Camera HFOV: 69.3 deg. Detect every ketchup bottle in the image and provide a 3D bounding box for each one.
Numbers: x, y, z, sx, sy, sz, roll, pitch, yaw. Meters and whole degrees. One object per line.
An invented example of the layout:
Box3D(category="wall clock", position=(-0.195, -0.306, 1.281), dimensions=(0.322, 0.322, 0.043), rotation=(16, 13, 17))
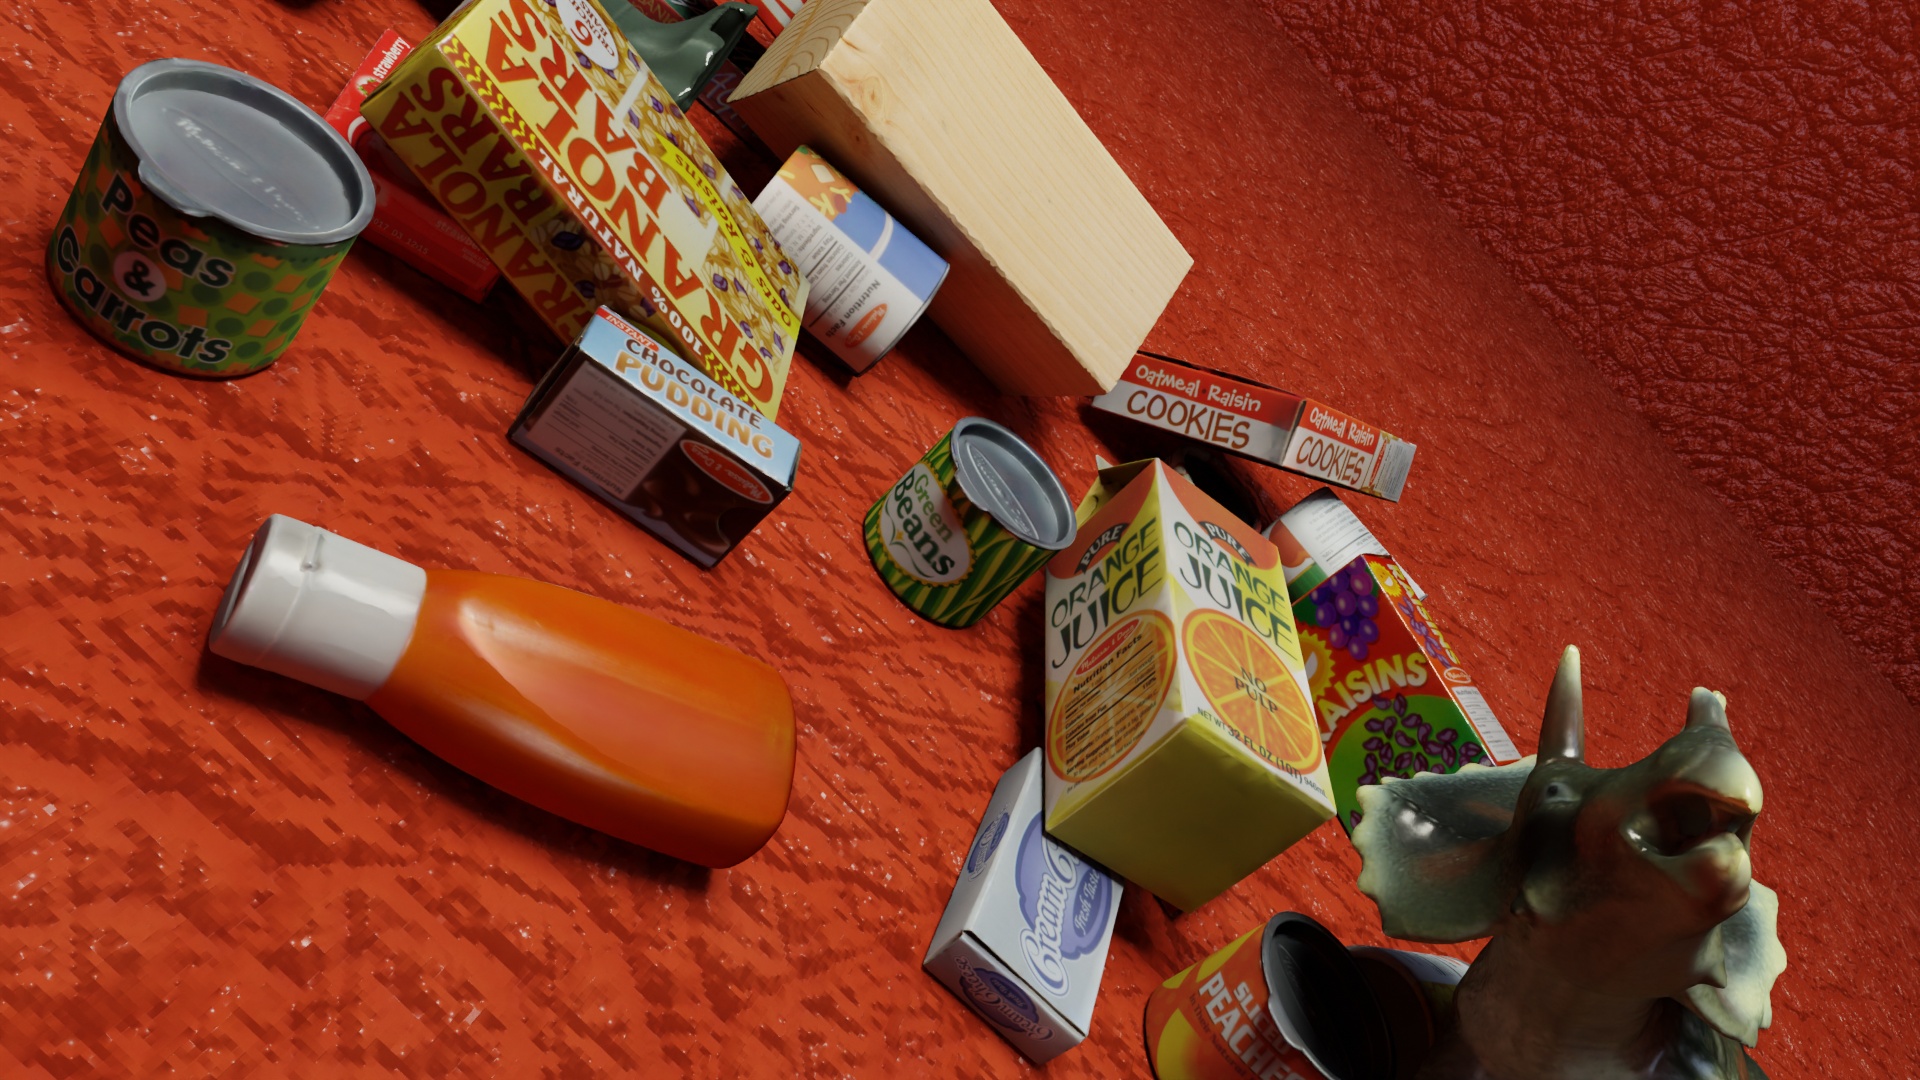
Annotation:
Box3D(category="ketchup bottle", position=(-0.115, 0.038, 0.369), dimensions=(0.149, 0.043, 0.065), rotation=(27, 34, -31))

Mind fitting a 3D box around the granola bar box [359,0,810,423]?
Box3D(category="granola bar box", position=(-0.124, -0.119, 0.502), dimensions=(0.165, 0.039, 0.125), rotation=(53, 24, -31))

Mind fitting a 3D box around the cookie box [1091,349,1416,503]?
Box3D(category="cookie box", position=(0.171, -0.066, 0.795), dimensions=(0.123, 0.040, 0.167), rotation=(22, 7, 37))

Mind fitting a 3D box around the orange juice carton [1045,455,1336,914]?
Box3D(category="orange juice carton", position=(0.082, 0.038, 0.545), dimensions=(0.072, 0.072, 0.194), rotation=(34, 32, -21))

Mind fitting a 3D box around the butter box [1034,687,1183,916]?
Box3D(category="butter box", position=(0.077, 0.097, 0.568), dimensions=(0.053, 0.024, 0.104), rotation=(-6, 59, -54))

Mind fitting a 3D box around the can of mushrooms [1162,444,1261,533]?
Box3D(category="can of mushrooms", position=(0.135, -0.017, 0.771), dimensions=(0.071, 0.033, 0.071), rotation=(33, 32, -24))

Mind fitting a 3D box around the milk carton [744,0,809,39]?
Box3D(category="milk carton", position=(-0.066, -0.281, 0.721), dimensions=(0.073, 0.072, 0.190), rotation=(52, 8, 15))

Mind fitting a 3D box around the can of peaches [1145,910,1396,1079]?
Box3D(category="can of peaches", position=(0.105, 0.172, 0.482), dimensions=(0.071, 0.058, 0.071), rotation=(33, 33, -25))

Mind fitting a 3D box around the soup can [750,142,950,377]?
Box3D(category="soup can", position=(-0.057, -0.125, 0.618), dimensions=(0.083, 0.071, 0.072), rotation=(39, 30, -14))

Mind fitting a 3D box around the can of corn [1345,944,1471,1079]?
Box3D(category="can of corn", position=(0.169, 0.194, 0.533), dimensions=(0.058, 0.071, 0.071), rotation=(21, 39, -38))

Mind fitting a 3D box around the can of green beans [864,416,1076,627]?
Box3D(category="can of green beans", position=(0.003, -0.007, 0.563), dimensions=(0.071, 0.057, 0.071), rotation=(33, 32, -24))

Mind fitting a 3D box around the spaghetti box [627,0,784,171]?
Box3D(category="spaghetti box", position=(-0.083, -0.211, 0.725), dimensions=(0.250, 0.028, 0.050), rotation=(41, 30, -12))

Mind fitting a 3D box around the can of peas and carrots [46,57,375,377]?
Box3D(category="can of peas and carrots", position=(-0.207, -0.086, 0.383), dimensions=(0.071, 0.058, 0.071), rotation=(32, 33, -25))

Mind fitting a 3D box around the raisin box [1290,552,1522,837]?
Box3D(category="raisin box", position=(0.210, 0.080, 0.700), dimensions=(0.040, 0.085, 0.124), rotation=(7, 49, -47))

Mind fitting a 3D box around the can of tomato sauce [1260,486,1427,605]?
Box3D(category="can of tomato sauce", position=(0.209, 0.022, 0.787), dimensions=(0.083, 0.071, 0.071), rotation=(52, 29, 15))

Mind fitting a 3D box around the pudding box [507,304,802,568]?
Box3D(category="pudding box", position=(-0.101, -0.033, 0.466), dimensions=(0.083, 0.049, 0.030), rotation=(35, 34, -20))

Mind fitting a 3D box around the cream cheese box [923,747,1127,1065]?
Box3D(category="cream cheese box", position=(0.027, 0.121, 0.474), dimensions=(0.053, 0.024, 0.104), rotation=(43, 30, -6))
